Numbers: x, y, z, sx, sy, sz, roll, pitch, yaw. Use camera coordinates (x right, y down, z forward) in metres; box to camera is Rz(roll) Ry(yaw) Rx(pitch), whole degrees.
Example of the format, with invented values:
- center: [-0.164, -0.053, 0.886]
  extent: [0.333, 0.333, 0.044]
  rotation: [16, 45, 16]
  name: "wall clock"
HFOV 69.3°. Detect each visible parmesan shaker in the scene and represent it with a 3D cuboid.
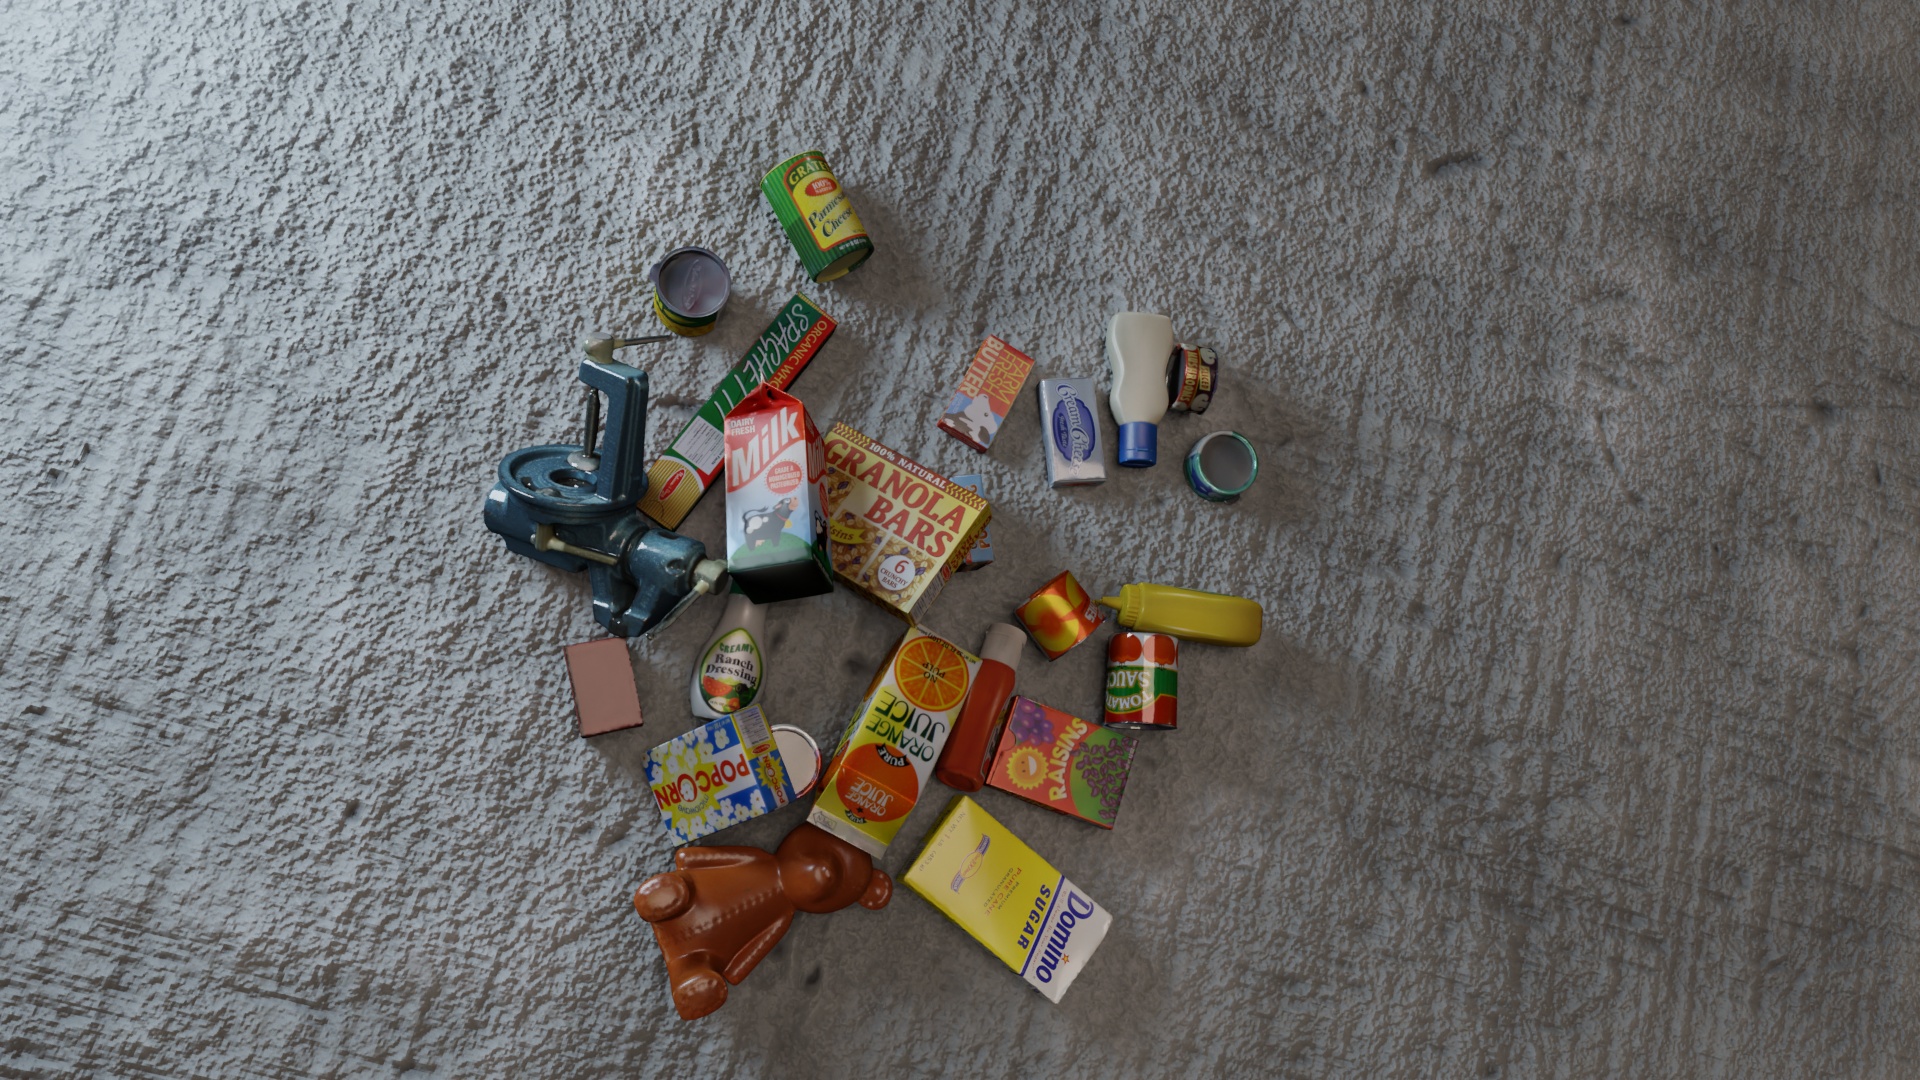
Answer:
- center: [-0.130, -0.300, 1.288]
  extent: [0.071, 0.071, 0.103]
  rotation: [-29, 87, -17]
  name: "parmesan shaker"

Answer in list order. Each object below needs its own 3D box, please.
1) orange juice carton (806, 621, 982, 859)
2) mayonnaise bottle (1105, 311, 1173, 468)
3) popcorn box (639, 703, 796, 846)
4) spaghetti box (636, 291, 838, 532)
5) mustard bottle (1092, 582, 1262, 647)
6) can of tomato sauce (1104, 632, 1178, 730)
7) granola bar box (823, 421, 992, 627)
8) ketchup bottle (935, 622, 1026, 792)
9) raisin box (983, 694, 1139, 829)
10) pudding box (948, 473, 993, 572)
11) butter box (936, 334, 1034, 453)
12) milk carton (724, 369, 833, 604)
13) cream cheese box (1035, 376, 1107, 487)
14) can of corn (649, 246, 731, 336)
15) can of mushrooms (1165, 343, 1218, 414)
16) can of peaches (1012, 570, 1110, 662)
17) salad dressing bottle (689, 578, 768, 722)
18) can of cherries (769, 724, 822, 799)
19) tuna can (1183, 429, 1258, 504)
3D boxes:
- center: [-0.058, 0.171, 1.180]
  extent: [0.072, 0.072, 0.194]
  rotation: [31, 57, -6]
  name: "orange juice carton"
- center: [0.172, -0.145, 1.345]
  extent: [0.065, 0.041, 0.148]
  rotation: [4, 79, -8]
  name: "mayonnaise bottle"
- center: [-0.200, 0.193, 1.139]
  extent: [0.038, 0.126, 0.085]
  rotation: [-16, 82, -53]
  name: "popcorn box"
- center: [-0.202, -0.117, 1.251]
  extent: [0.050, 0.028, 0.251]
  rotation: [37, 73, -4]
  name: "spaghetti box"
- center: [0.199, 0.067, 1.297]
  extent: [0.160, 0.065, 0.049]
  rotation: [9, 81, -8]
  name: "mustard bottle"
- center: [0.165, 0.129, 1.272]
  extent: [0.071, 0.071, 0.083]
  rotation: [6, 77, -13]
  name: "can of tomato sauce"
- center: [-0.074, -0.016, 1.222]
  extent: [0.166, 0.039, 0.124]
  rotation: [29, 73, 21]
  name: "granola bar box"
- center: [0.020, 0.146, 1.238]
  extent: [0.043, 0.064, 0.149]
  rotation: [18, 66, 4]
  name: "ketchup bottle"
- center: [0.089, 0.201, 1.254]
  extent: [0.123, 0.040, 0.086]
  rotation: [22, 75, -8]
  name: "raisin box"
- center: [0.005, -0.016, 1.271]
  extent: [0.030, 0.049, 0.084]
  rotation: [-6, 80, -16]
  name: "pudding box"
- center: [0.024, -0.139, 1.315]
  extent: [0.053, 0.024, 0.104]
  rotation: [30, 74, -7]
  name: "butter box"
- center: [-0.157, -0.049, 1.189]
  extent: [0.073, 0.072, 0.191]
  rotation: [-9, 63, 7]
  name: "milk carton"
- center: [0.106, -0.104, 1.328]
  extent: [0.053, 0.024, 0.104]
  rotation: [-4, 80, -15]
  name: "cream cheese box"
- center: [-0.244, -0.223, 1.247]
  extent: [0.071, 0.058, 0.071]
  rotation: [3, 79, -14]
  name: "can of corn"
- center: [0.223, -0.157, 1.344]
  extent: [0.033, 0.071, 0.071]
  rotation: [9, 77, -10]
  name: "can of mushrooms"
- center: [0.092, 0.067, 1.266]
  extent: [0.071, 0.071, 0.058]
  rotation: [-37, 89, -18]
  name: "can of peaches"
- center: [-0.192, 0.085, 1.204]
  extent: [0.064, 0.044, 0.148]
  rotation: [14, 75, -10]
  name: "salad dressing bottle"
- center: [-0.154, 0.194, 1.184]
  extent: [0.071, 0.058, 0.071]
  rotation: [3, 78, -14]
  name: "can of cherries"
- center: [0.256, -0.071, 1.354]
  extent: [0.071, 0.032, 0.071]
  rotation: [3, 78, -13]
  name: "tuna can"
